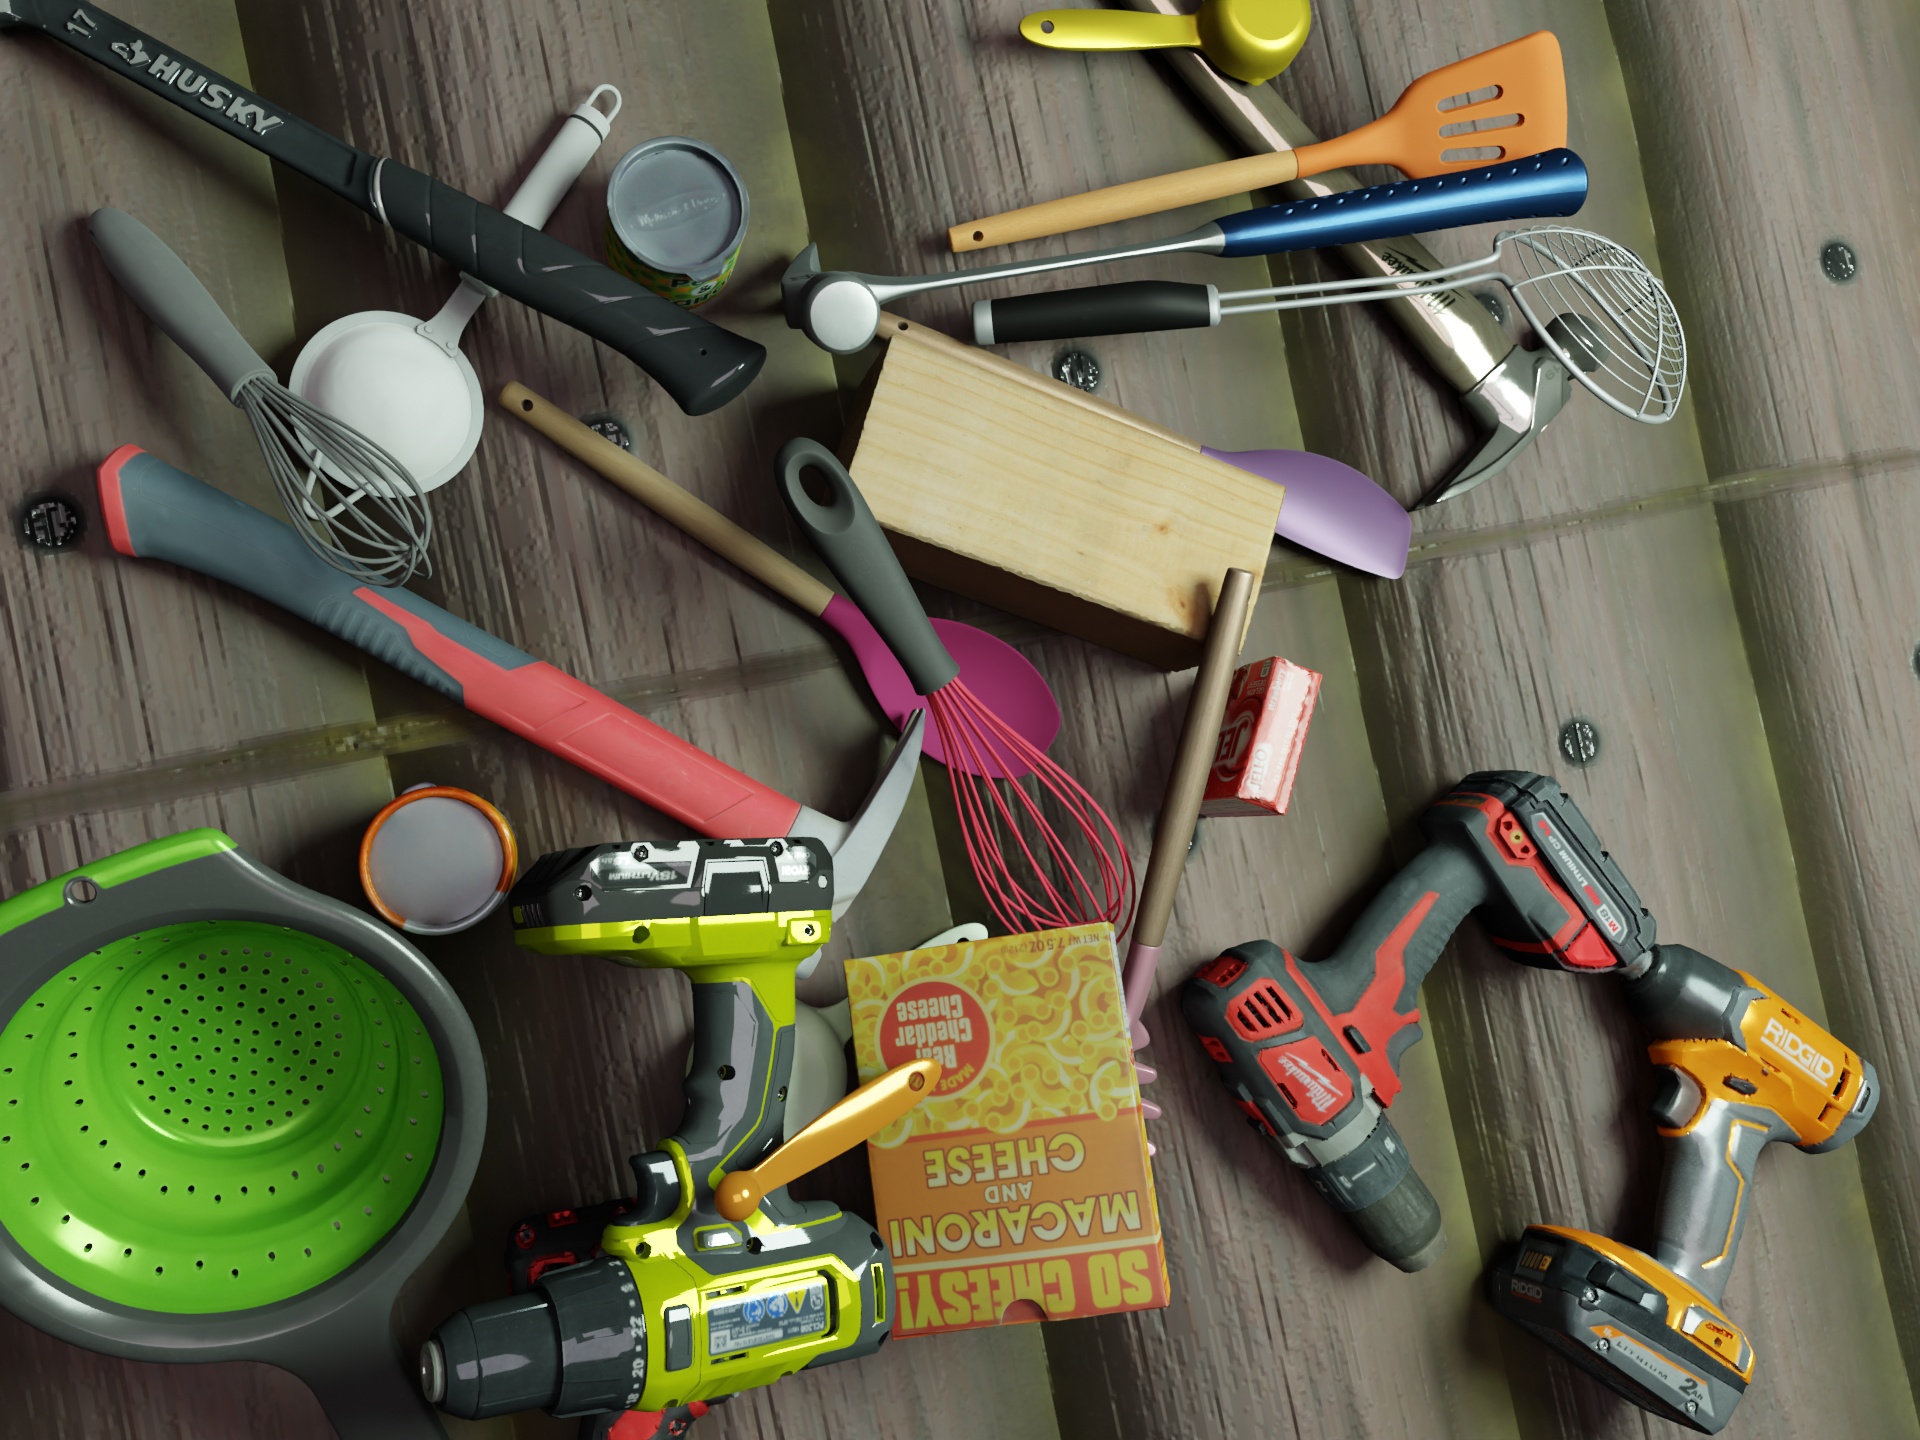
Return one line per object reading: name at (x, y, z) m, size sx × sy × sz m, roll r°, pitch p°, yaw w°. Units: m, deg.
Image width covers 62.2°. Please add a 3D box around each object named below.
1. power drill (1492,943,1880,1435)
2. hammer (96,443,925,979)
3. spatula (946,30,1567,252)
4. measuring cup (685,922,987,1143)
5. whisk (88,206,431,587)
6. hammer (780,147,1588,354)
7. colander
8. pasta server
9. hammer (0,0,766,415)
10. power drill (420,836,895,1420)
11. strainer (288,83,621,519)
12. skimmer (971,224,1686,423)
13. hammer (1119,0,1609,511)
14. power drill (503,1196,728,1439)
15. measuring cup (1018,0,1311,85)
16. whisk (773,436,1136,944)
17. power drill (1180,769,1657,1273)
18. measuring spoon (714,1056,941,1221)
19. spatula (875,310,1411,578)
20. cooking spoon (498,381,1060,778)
power drill at (0.377, 0.235, 0.848) m, size 0.164 × 0.084 × 0.226 m, roll 36°, pitch 74°, yaw -8°
hammer at (-0.206, -0.031, 0.741) m, size 0.386 × 0.038 × 0.143 m, roll 30°, pitch 83°, yaw -9°
spatula at (0.151, -0.281, 0.820) m, size 0.322 × 0.041 × 0.081 m, roll -14°, pitch 116°, yaw -5°
measuring cup at (-0.054, 0.147, 0.766) m, size 0.167 × 0.038 × 0.083 m, roll -32°, pitch 93°, yaw -12°
whisk at (-0.312, -0.146, 0.704) m, size 0.055 × 0.055 × 0.239 m, roll -41°, pitch 78°, yaw -14°
hammer at (0.111, -0.235, 0.775) m, size 0.405 × 0.144 × 0.035 m, roll -12°, pitch 113°, yaw -11°
colander at (-0.281, 0.225, 0.689) m, size 0.204 × 0.095 × 0.396 m, roll -23°, pitch 109°, yaw -13°
pasta server at (0.103, 0.083, 0.766) m, size 0.040 × 0.060 × 0.316 m, roll 16°, pitch 101°, yaw 15°
hammer at (-0.274, -0.252, 0.719) m, size 0.409 × 0.036 × 0.149 m, roll 28°, pitch 77°, yaw -1°
power drill at (-0.126, 0.167, 0.660) m, size 0.190 × 0.080 × 0.228 m, roll 1°, pitch 81°, yaw -33°
strainer at (-0.232, -0.205, 0.754) m, size 0.086 × 0.050 × 0.258 m, roll 35°, pitch 74°, yaw -24°
skimmer at (0.190, -0.195, 0.820) m, size 0.363 × 0.090 × 0.127 m, roll -4°, pitch 51°, yaw 3°
hammer at (0.174, -0.302, 0.864) m, size 0.146 × 0.038 × 0.410 m, roll -45°, pitch 96°, yaw -12°
power drill at (-0.123, 0.324, 0.718) m, size 0.143 × 0.078 × 0.220 m, roll -6°, pitch 84°, yaw -15°
measuring cup at (0.108, -0.362, 0.820) m, size 0.156 × 0.029 × 0.062 m, roll -6°, pitch 88°, yaw -13°
whisk at (-0.001, -0.002, 0.738) m, size 0.073 × 0.073 × 0.295 m, roll -37°, pitch 110°, yaw -14°
power drill at (0.246, 0.153, 0.824) m, size 0.227 × 0.080 × 0.188 m, roll -37°, pitch 94°, yaw -11°
measuring spoon at (-0.051, 0.171, 0.658) m, size 0.117 × 0.011 × 0.021 m, roll -26°, pitch 100°, yaw -34°
spatula at (0.102, -0.151, 0.842) m, size 0.315 × 0.018 × 0.060 m, roll 20°, pitch 68°, yaw -12°
cooking spoon at (-0.088, -0.072, 0.787) m, size 0.318 × 0.017 × 0.069 m, roll 34°, pitch 95°, yaw -9°
